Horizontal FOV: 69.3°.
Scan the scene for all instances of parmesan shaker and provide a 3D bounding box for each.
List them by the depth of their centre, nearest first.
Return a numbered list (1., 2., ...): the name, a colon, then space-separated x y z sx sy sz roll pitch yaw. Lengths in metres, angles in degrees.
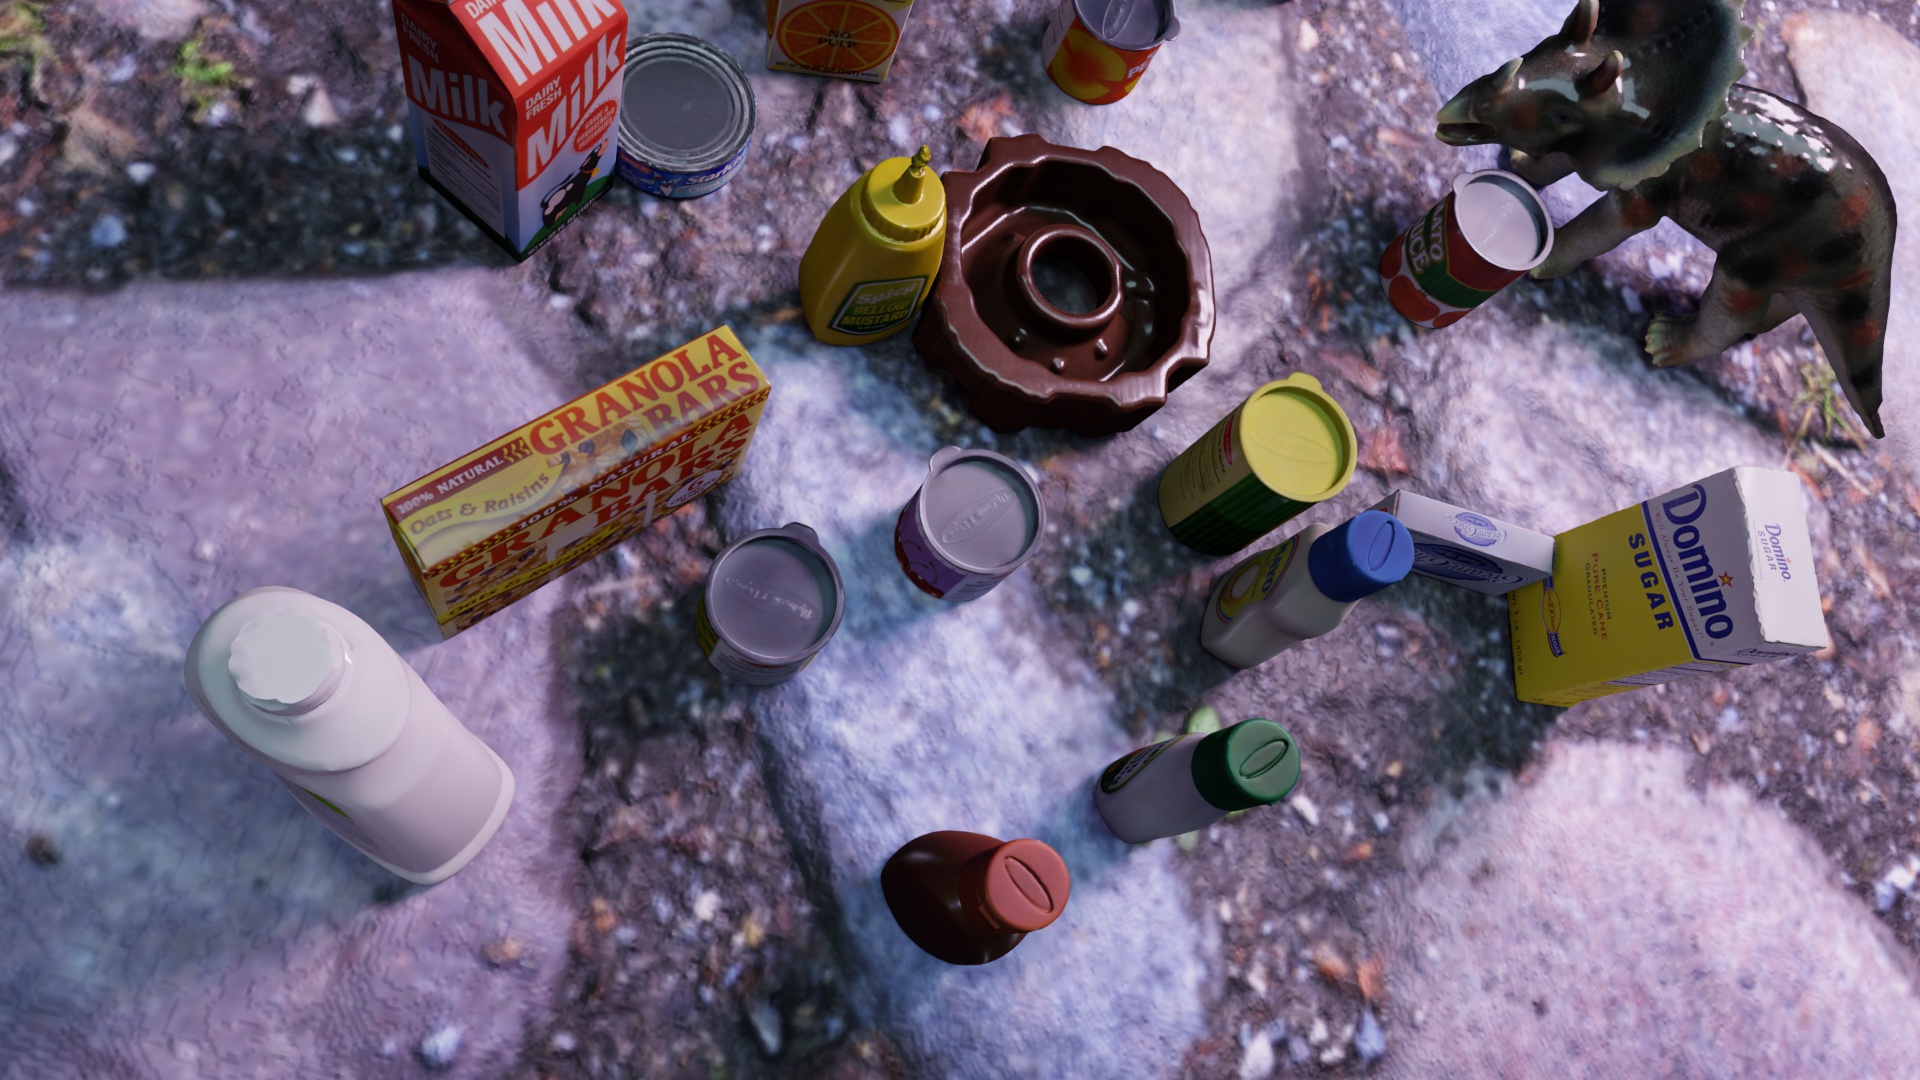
1. parmesan shaker: 0.158 -0.039 0.748 0.071 0.102 0.071 5 72 -15

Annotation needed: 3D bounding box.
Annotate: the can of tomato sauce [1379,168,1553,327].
1. can of tomato sauce: 0.304 -0.177 0.846 0.071 0.082 0.071 5 72 -15

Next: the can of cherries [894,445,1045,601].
1. can of cherries: 0.003 -0.009 0.718 0.071 0.058 0.071 5 72 -15

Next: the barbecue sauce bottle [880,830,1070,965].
1. barbecue sauce bottle: 0.007 0.157 0.617 0.044 0.148 0.065 -38 87 -23

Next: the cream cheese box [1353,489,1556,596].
1. cream cheese box: 0.281 0.002 0.798 0.104 0.053 0.024 16 70 -11

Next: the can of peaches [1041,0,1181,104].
1. can of peaches: 0.090 -0.306 0.838 0.071 0.058 0.071 5 72 -15

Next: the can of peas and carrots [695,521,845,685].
1. can of peas and carrots: -0.093 0.031 0.677 0.071 0.058 0.071 5 72 -15

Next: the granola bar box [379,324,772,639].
1. granola bar box: -0.174 -0.026 0.636 0.166 0.123 0.039 -32 84 -22

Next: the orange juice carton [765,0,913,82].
1. orange juice carton: -0.055 -0.330 0.731 0.072 0.192 0.073 2 73 -16

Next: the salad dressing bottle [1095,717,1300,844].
1. salad dressing bottle: 0.111 0.114 0.662 0.064 0.147 0.044 -30 83 -22

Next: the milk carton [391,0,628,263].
1. milk carton: -0.209 -0.218 0.651 0.073 0.190 0.072 41 67 -1

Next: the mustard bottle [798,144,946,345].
1. mustard bottle: -0.040 -0.149 0.695 0.065 0.159 0.049 -11 77 -19

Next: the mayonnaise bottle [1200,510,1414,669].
1. mayonnaise bottle: 0.175 0.023 0.709 0.041 0.147 0.065 31 68 -5
